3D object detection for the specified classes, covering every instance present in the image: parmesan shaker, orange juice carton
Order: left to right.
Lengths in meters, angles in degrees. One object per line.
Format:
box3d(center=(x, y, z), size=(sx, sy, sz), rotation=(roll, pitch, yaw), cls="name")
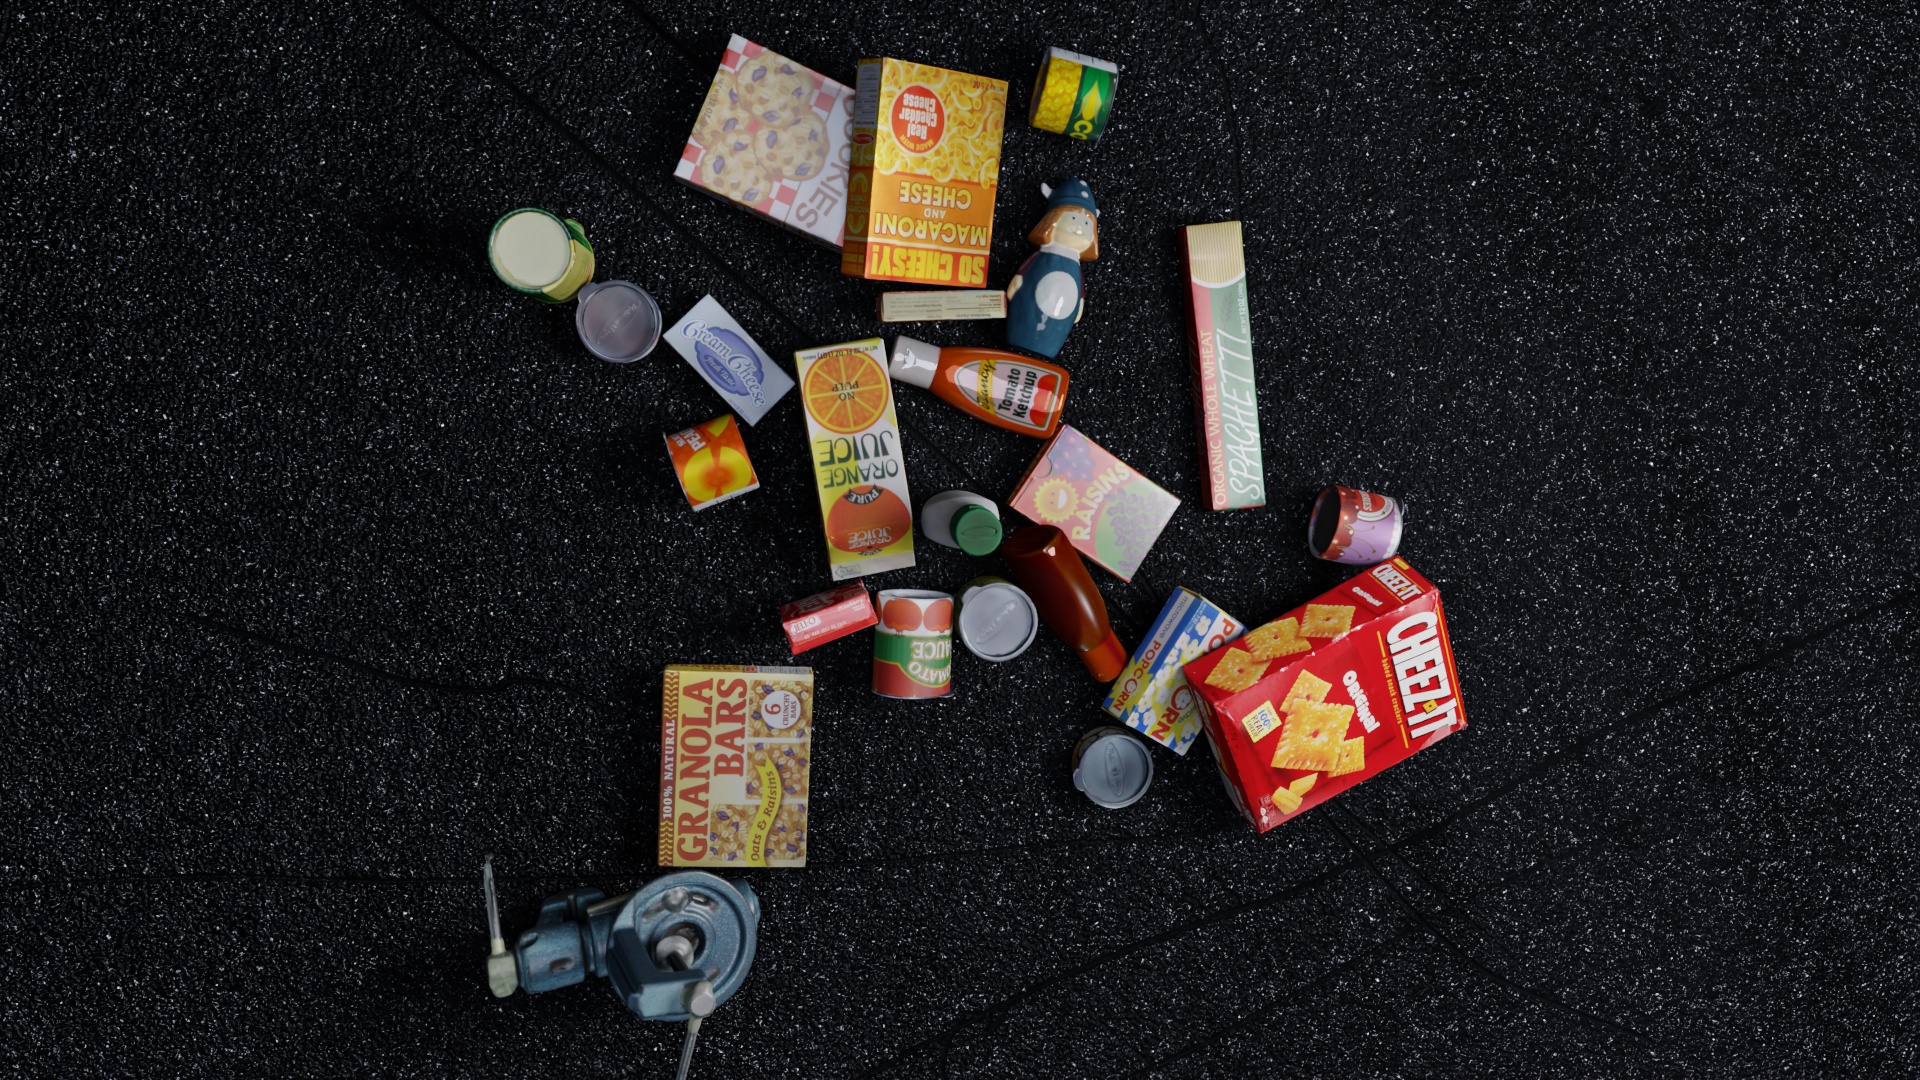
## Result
box3d(center=(-0.324, -0.224, 1.080), size=(0.071, 0.103, 0.071), rotation=(-1, 95, -7), cls="parmesan shaker")
box3d(center=(-0.086, -0.066, 1.143), size=(0.072, 0.073, 0.192), rotation=(-10, 97, -7), cls="orange juice carton")

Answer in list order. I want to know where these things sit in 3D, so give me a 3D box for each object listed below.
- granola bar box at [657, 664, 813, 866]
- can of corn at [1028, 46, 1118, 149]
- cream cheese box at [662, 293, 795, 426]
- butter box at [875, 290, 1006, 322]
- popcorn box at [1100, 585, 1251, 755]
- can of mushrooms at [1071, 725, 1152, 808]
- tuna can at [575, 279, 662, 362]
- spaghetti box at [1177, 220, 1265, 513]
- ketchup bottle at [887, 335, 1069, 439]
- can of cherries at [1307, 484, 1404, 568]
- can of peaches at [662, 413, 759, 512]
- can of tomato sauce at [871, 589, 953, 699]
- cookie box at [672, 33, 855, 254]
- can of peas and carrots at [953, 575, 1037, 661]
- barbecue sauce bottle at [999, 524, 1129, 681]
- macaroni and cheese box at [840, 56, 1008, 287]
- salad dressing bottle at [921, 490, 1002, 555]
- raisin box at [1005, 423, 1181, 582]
box3d(center=(-0.189, 0.188, 1.169), size=(0.124, 0.039, 0.165), rotation=(2, 95, -9), cls="granola bar box")
box3d(center=(0.092, -0.364, 1.144), size=(0.058, 0.071, 0.071), rotation=(12, 94, -8), cls="can of corn")
box3d(center=(-0.190, -0.149, 1.146), size=(0.053, 0.024, 0.103), rotation=(-45, 99, -3), cls="cream cheese box")
box3d(center=(-0.017, -0.195, 1.151), size=(0.103, 0.053, 0.024), rotation=(-3, 99, -7), cls="butter box")
box3d(center=(0.190, 0.113, 1.198), size=(0.085, 0.038, 0.126), rotation=(32, 90, -37), cls="popcorn box")
box3d(center=(0.130, 0.198, 1.216), size=(0.071, 0.033, 0.071), rotation=(-1, 96, -8), cls="can of mushrooms")
box3d(center=(-0.278, -0.179, 1.126), size=(0.071, 0.033, 0.071), rotation=(-1, 95, -8), cls="tuna can")
box3d(center=(0.226, -0.149, 1.201), size=(0.050, 0.029, 0.249), rotation=(-7, 96, -6), cls="spaghetti box")
box3d(center=(0.013, -0.134, 1.166), size=(0.149, 0.043, 0.064), rotation=(16, 93, -8), cls="ketchup bottle")
box3d(center=(0.343, -0.014, 1.209), size=(0.058, 0.071, 0.071), rotation=(12, 94, -8), cls="can of cherries")
box3d(center=(-0.202, -0.066, 1.129), size=(0.058, 0.071, 0.071), rotation=(-21, 98, -6), cls="can of peaches")
box3d(center=(-0.038, 0.086, 1.165), size=(0.071, 0.071, 0.083), rotation=(2, 95, -8), cls="can of tomato sauce")
box3d(center=(-0.131, -0.317, 1.130), size=(0.167, 0.040, 0.123), rotation=(23, 92, -9), cls="cookie box")
box3d(center=(0.026, 0.064, 1.177), size=(0.071, 0.059, 0.071), rotation=(-1, 95, -7), cls="can of peas and carrots")
box3d(center=(0.094, 0.055, 1.179), size=(0.044, 0.065, 0.148), rotation=(-48, 117, -30), cls="barbecue sauce bottle")
box3d(center=(-0.029, -0.291, 1.114), size=(0.124, 0.040, 0.166), rotation=(-2, 104, -37), cls="macaroni and cheese box")
box3d(center=(0.004, -0.014, 1.122), size=(0.064, 0.148, 0.044), rotation=(-4, 96, -7), cls="salad dressing bottle")
box3d(center=(0.113, -0.033, 1.190), size=(0.123, 0.040, 0.086), rotation=(33, 91, -9), cls="raisin box")
